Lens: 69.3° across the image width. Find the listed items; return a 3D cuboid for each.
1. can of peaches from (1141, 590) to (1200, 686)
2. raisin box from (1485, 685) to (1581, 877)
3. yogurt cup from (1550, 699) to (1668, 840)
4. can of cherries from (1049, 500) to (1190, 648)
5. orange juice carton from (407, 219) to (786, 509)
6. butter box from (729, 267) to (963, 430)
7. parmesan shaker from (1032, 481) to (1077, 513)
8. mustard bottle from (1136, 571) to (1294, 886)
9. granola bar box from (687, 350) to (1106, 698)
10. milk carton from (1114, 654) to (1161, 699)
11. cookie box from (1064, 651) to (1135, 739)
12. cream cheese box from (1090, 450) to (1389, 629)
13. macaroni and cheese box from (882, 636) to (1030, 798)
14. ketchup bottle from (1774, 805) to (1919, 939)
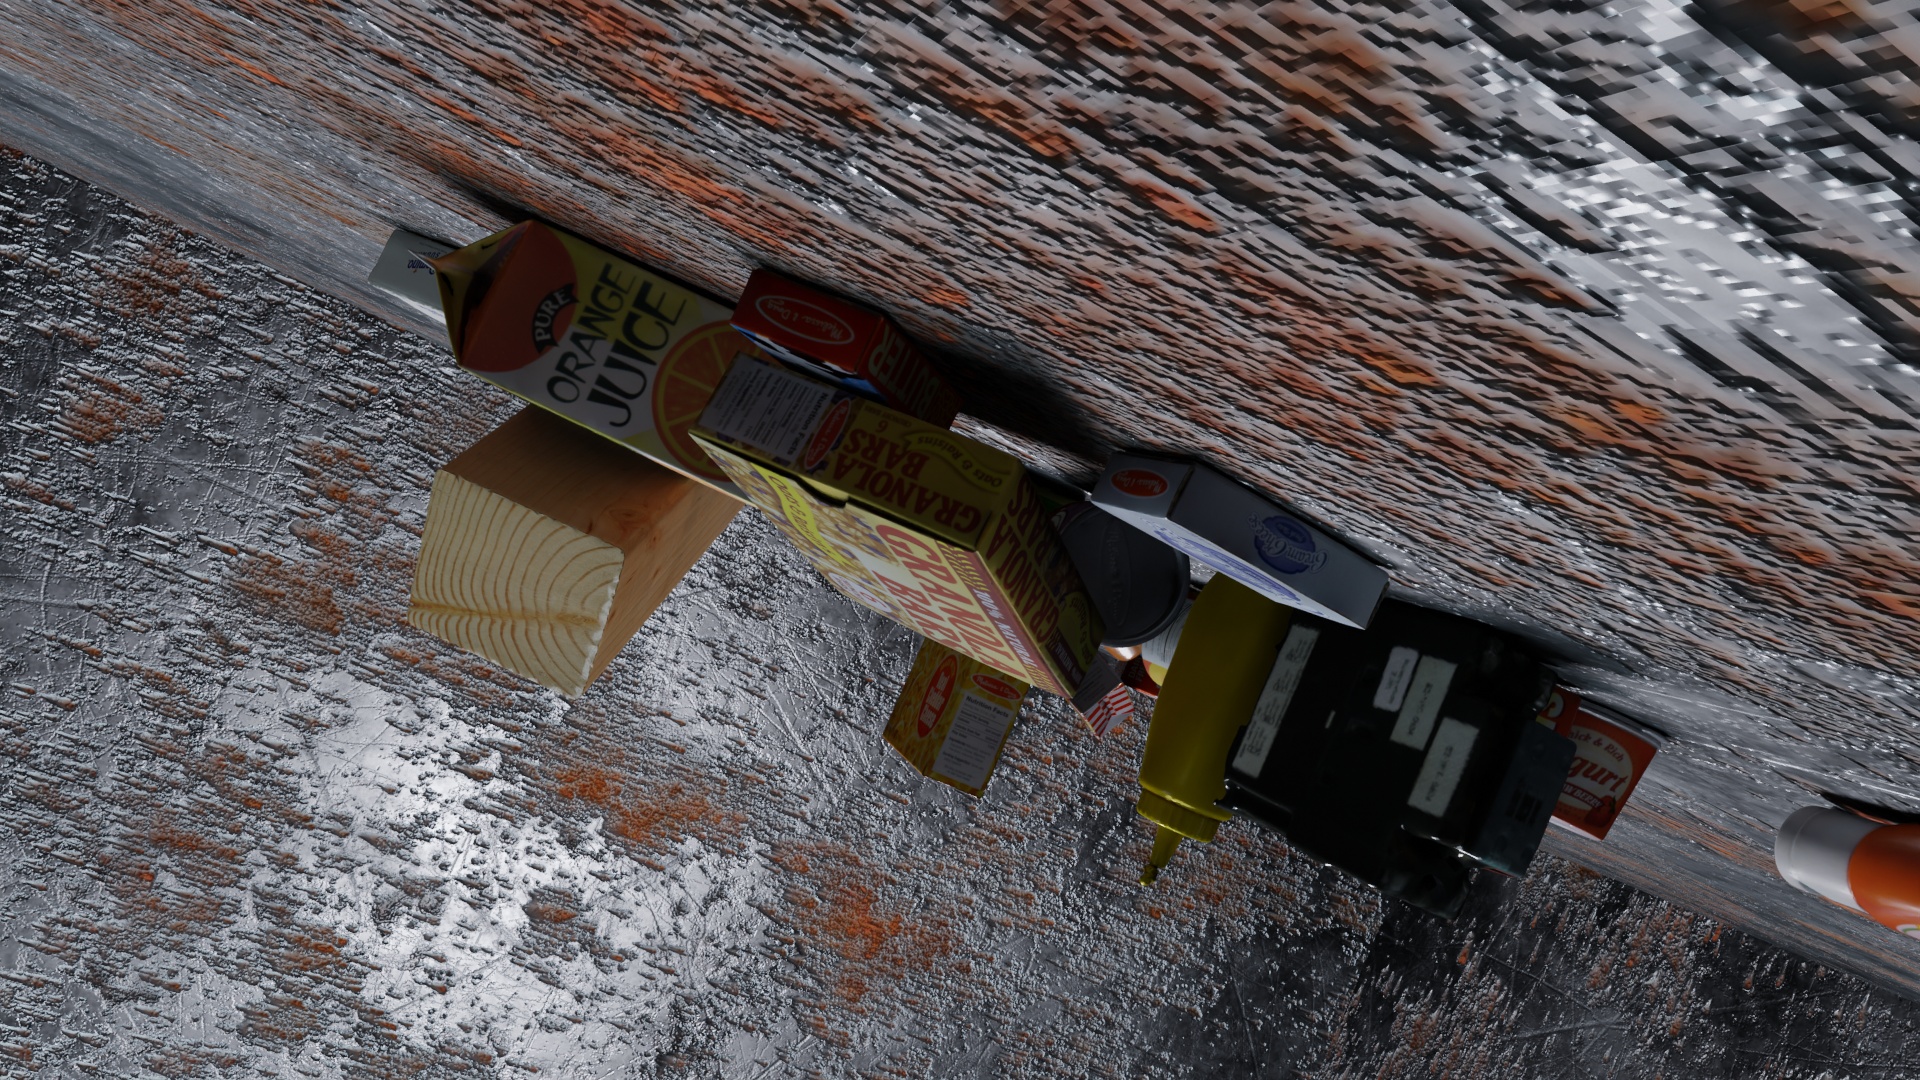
[{"bbox_3d":[0.156,0.069,0.857,0.071,0.071,0.058,27,176,-31],"label":"can of peaches"},{"bbox_3d":[0.222,0.095,0.646,0.040,0.086,0.123,22,178,-13],"label":"raisin box"},{"bbox_3d":[0.279,0.103,0.641,0.072,0.054,0.072,25,177,2],"label":"yogurt cup"},{"bbox_3d":[0.063,0.013,0.646,0.071,0.071,0.058,25,177,-11],"label":"can of cherries"},{"bbox_3d":[-0.146,-0.080,0.615,0.193,0.073,0.072,25,177,2],"label":"orange juice carton"},{"bbox_3d":[-0.039,-0.065,0.513,0.053,0.024,0.103,24,176,19],"label":"butter box"},{"bbox_3d":[0.003,-0.009,0.713,0.103,0.071,0.071,24,176,3],"label":"parmesan shaker"},{"bbox_3d":[0.121,0.091,0.667,0.049,0.160,0.065,25,177,-23],"label":"mustard bottle"},{"bbox_3d":[-0.018,0.000,0.547,0.124,0.039,0.165,23,165,24],"label":"granola bar box"},{"bbox_3d":[0.187,0.096,1.005,0.073,0.072,0.191,28,175,-39],"label":"milk carton"},{"bbox_3d":[0.056,0.063,1.019,0.168,0.040,0.122,51,179,20],"label":"cookie box"},{"bbox_3d":[0.104,-0.001,0.514,0.104,0.024,0.053,26,177,-27],"label":"cream cheese box"},{"bbox_3d":[0.014,0.058,0.828,0.040,0.166,0.123,25,176,-14],"label":"macaroni and cheese box"},{"bbox_3d":[0.377,0.133,0.518,0.065,0.043,0.149,25,177,-14],"label":"ketchup bottle"}]
